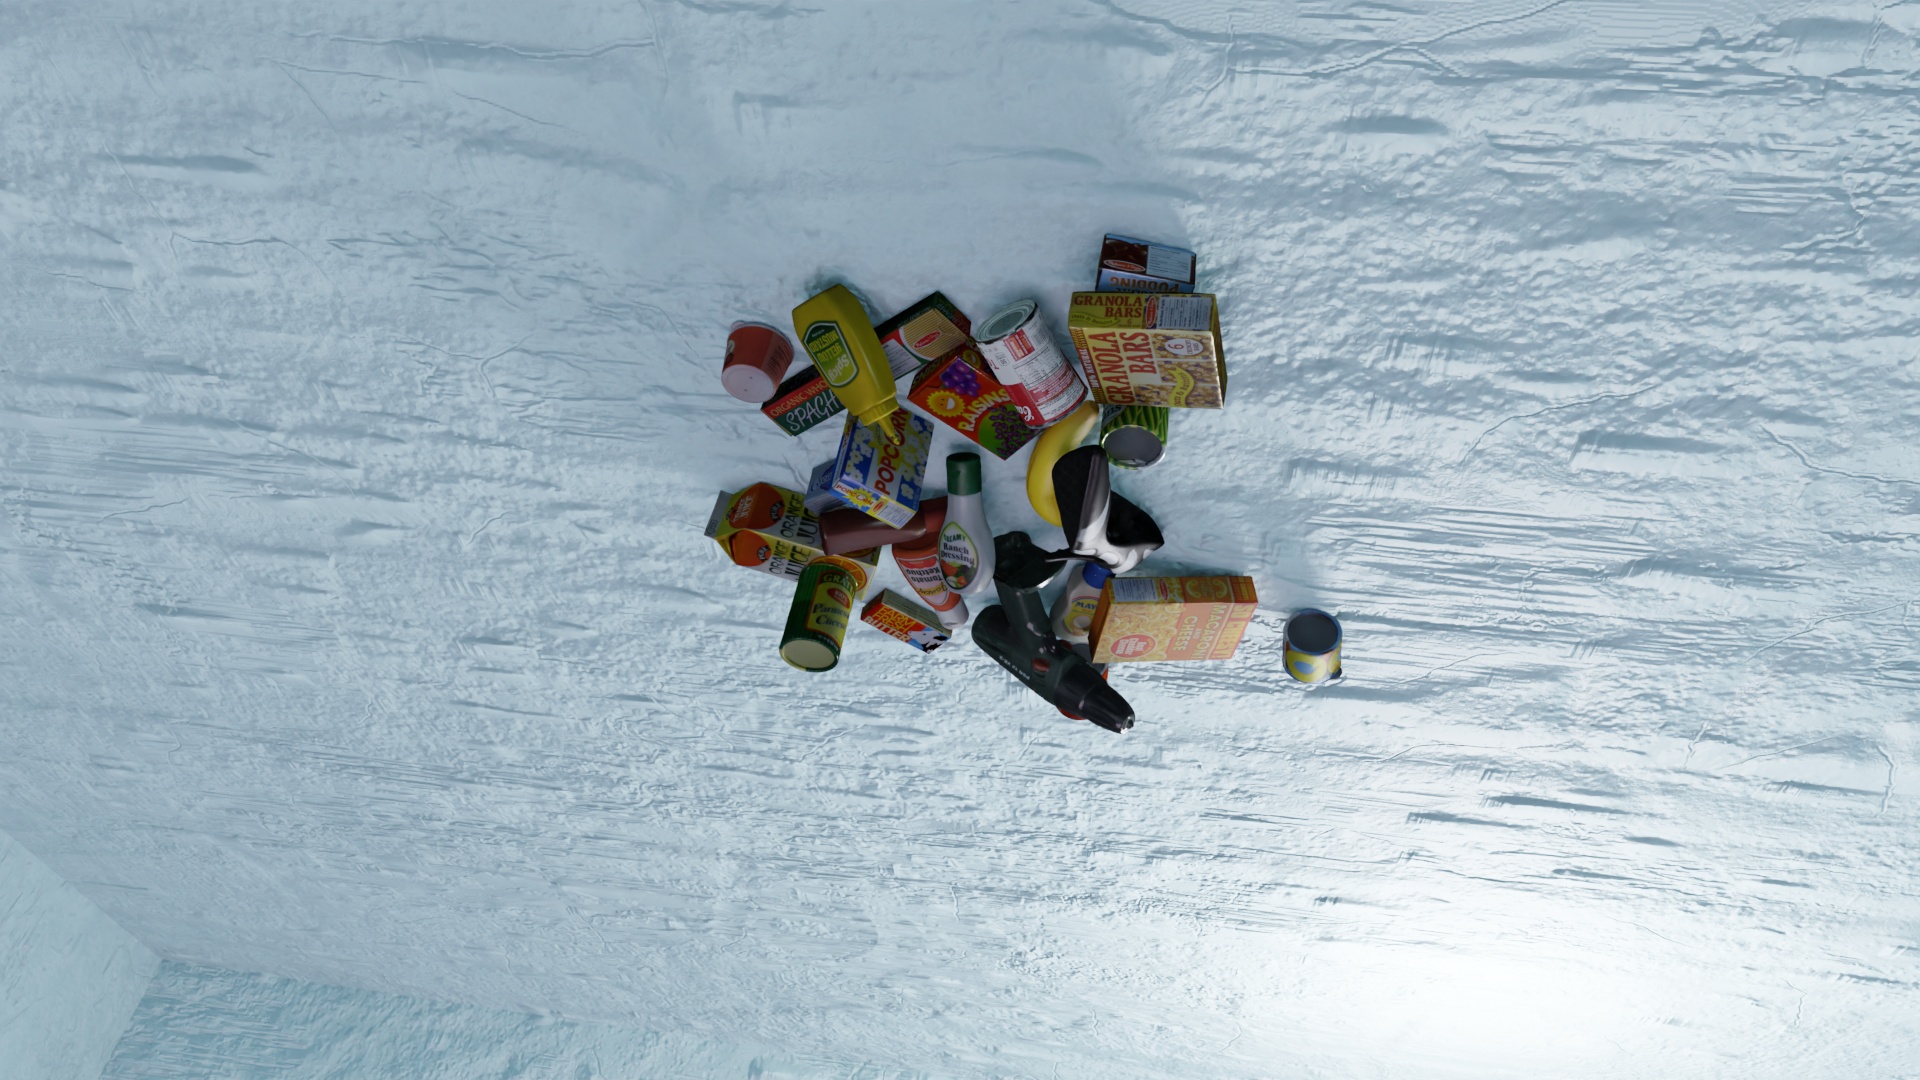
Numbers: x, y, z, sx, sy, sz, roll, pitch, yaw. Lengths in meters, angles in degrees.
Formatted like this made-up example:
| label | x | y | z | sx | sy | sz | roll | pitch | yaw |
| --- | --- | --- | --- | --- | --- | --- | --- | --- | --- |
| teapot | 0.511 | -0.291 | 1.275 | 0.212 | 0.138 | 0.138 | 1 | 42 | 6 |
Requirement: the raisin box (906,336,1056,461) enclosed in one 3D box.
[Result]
| label | x | y | z | sx | sy | sz | roll | pitch | yaw |
| --- | --- | --- | --- | --- | --- | --- | --- | --- | --- |
| raisin box | 0.023 | -0.140 | 1.368 | 0.123 | 0.040 | 0.085 | 31 | 138 | -22 |

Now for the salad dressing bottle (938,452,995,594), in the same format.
| label | x | y | z | sx | sy | sz | roll | pitch | yaw |
| --- | --- | --- | --- | --- | --- | --- | --- | --- | --- |
| salad dressing bottle | 0.005 | -0.018 | 1.469 | 0.064 | 0.044 | 0.147 | 12 | 113 | 36 |

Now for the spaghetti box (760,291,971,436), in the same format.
| label | x | y | z | sx | sy | sz | roll | pitch | yaw |
| --- | --- | --- | --- | --- | --- | --- | --- | --- | --- |
| spaghetti box | -0.098 | -0.170 | 1.369 | 0.249 | 0.029 | 0.050 | -24 | 130 | 36 |

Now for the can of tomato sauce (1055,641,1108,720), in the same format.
| label | x | y | z | sx | sy | sz | roll | pitch | yaw |
| --- | --- | --- | --- | --- | --- | --- | --- | --- | --- |
| can of tomato sauce | 0.149 | 0.171 | 1.697 | 0.071 | 0.071 | 0.082 | 5 | 140 | 8 |

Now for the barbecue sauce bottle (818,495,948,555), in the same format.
| label | x | y | z | sx | sy | sz | roll | pitch | yaw |
| --- | --- | --- | --- | --- | --- | --- | --- | --- | --- |
| barbecue sauce bottle | -0.077 | -0.018 | 1.502 | 0.149 | 0.044 | 0.064 | -10 | 163 | -9 |

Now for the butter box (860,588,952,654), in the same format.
| label | x | y | z | sx | sy | sz | roll | pitch | yaw |
| --- | --- | --- | --- | --- | --- | --- | --- | --- | --- |
| butter box | -0.065 | 0.099 | 1.698 | 0.103 | 0.024 | 0.053 | 28 | 138 | -20 |

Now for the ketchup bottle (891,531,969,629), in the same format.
| label | x | y | z | sx | sy | sz | roll | pitch | yaw |
| --- | --- | --- | --- | --- | --- | --- | --- | --- | --- |
| ketchup bottle | -0.028 | 0.045 | 1.607 | 0.064 | 0.044 | 0.148 | -5 | 139 | 19 |

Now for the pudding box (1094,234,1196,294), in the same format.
| label | x | y | z | sx | sy | sz | roll | pitch | yaw |
| --- | --- | --- | --- | --- | --- | --- | --- | --- | --- |
| pudding box | 0.161 | -0.234 | 1.208 | 0.084 | 0.050 | 0.030 | 11 | 140 | 0 |

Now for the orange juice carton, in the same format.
| label | x | y | z | sx | sy | sz | roll | pitch | yaw |
| --- | --- | --- | --- | --- | --- | --- | --- | --- | --- |
| orange juice carton | -0.186 | -0.004 | 1.562 | 0.193 | 0.072 | 0.072 | 17 | 141 | -7 |

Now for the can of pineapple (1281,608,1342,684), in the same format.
| label | x | y | z | sx | sy | sz | roll | pitch | yaw |
| --- | --- | --- | --- | --- | --- | --- | --- | --- | --- |
| can of pineapple | 0.400 | 0.120 | 1.572 | 0.071 | 0.071 | 0.057 | 1 | 140 | 13 |

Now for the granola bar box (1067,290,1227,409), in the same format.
| label | x | y | z | sx | sy | sz | roll | pitch | yaw |
| --- | --- | --- | --- | --- | --- | --- | --- | --- | --- |
| granola bar box | 0.171 | -0.169 | 1.246 | 0.124 | 0.039 | 0.165 | 4 | 163 | 15 |

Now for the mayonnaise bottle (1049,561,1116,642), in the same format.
| label | x | y | z | sx | sy | sz | roll | pitch | yaw |
| --- | --- | --- | --- | --- | --- | --- | --- | --- | --- |
| mayonnaise bottle | 0.146 | 0.061 | 1.583 | 0.065 | 0.041 | 0.147 | 11 | 142 | -6 |

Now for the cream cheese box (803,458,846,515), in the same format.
| label | x | y | z | sx | sy | sz | roll | pitch | yaw |
| --- | --- | --- | --- | --- | --- | --- | --- | --- | --- |
| cream cheese box | -0.119 | -0.067 | 1.483 | 0.103 | 0.054 | 0.024 | -19 | 134 | 33 |

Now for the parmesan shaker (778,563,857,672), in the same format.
| label | x | y | z | sx | sy | sz | roll | pitch | yaw |
| --- | --- | --- | --- | --- | --- | --- | --- | --- | --- |
| parmesan shaker | -0.153 | 0.087 | 1.523 | 0.071 | 0.103 | 0.071 | 6 | 141 | 5 |

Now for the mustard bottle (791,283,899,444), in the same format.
| label | x | y | z | sx | sy | sz | roll | pitch | yaw |
| --- | --- | --- | --- | --- | --- | --- | --- | --- | --- |
| mustard bottle | -0.097 | -0.160 | 1.311 | 0.065 | 0.049 | 0.160 | -24 | 99 | 38 |

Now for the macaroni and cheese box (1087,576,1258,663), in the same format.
| label | x | y | z | sx | sy | sz | roll | pitch | yaw |
| --- | --- | --- | --- | --- | --- | --- | --- | --- | --- |
| macaroni and cheese box | 0.237 | 0.089 | 1.566 | 0.167 | 0.040 | 0.123 | -1 | 144 | -8 |

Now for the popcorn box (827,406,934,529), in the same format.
| label | x | y | z | sx | sy | sz | roll | pitch | yaw |
| --- | --- | --- | --- | --- | --- | --- | --- | --- | --- |
| popcorn box | -0.079 | -0.082 | 1.394 | 0.085 | 0.127 | 0.038 | 27 | 136 | -19 |

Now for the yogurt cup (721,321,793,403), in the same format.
| label | x | y | z | sx | sy | sz | roll | pitch | yaw |
| --- | --- | --- | --- | --- | --- | --- | --- | --- | --- |
| yogurt cup | -0.203 | -0.173 | 1.372 | 0.072 | 0.054 | 0.072 | 7 | 142 | 5 |

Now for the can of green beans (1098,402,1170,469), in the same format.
| label | x | y | z | sx | sy | sz | roll | pitch | yaw |
| --- | --- | --- | --- | --- | --- | --- | --- | --- | --- |
| can of green beans | 0.169 | -0.111 | 1.352 | 0.071 | 0.058 | 0.071 | 7 | 141 | 6 |
